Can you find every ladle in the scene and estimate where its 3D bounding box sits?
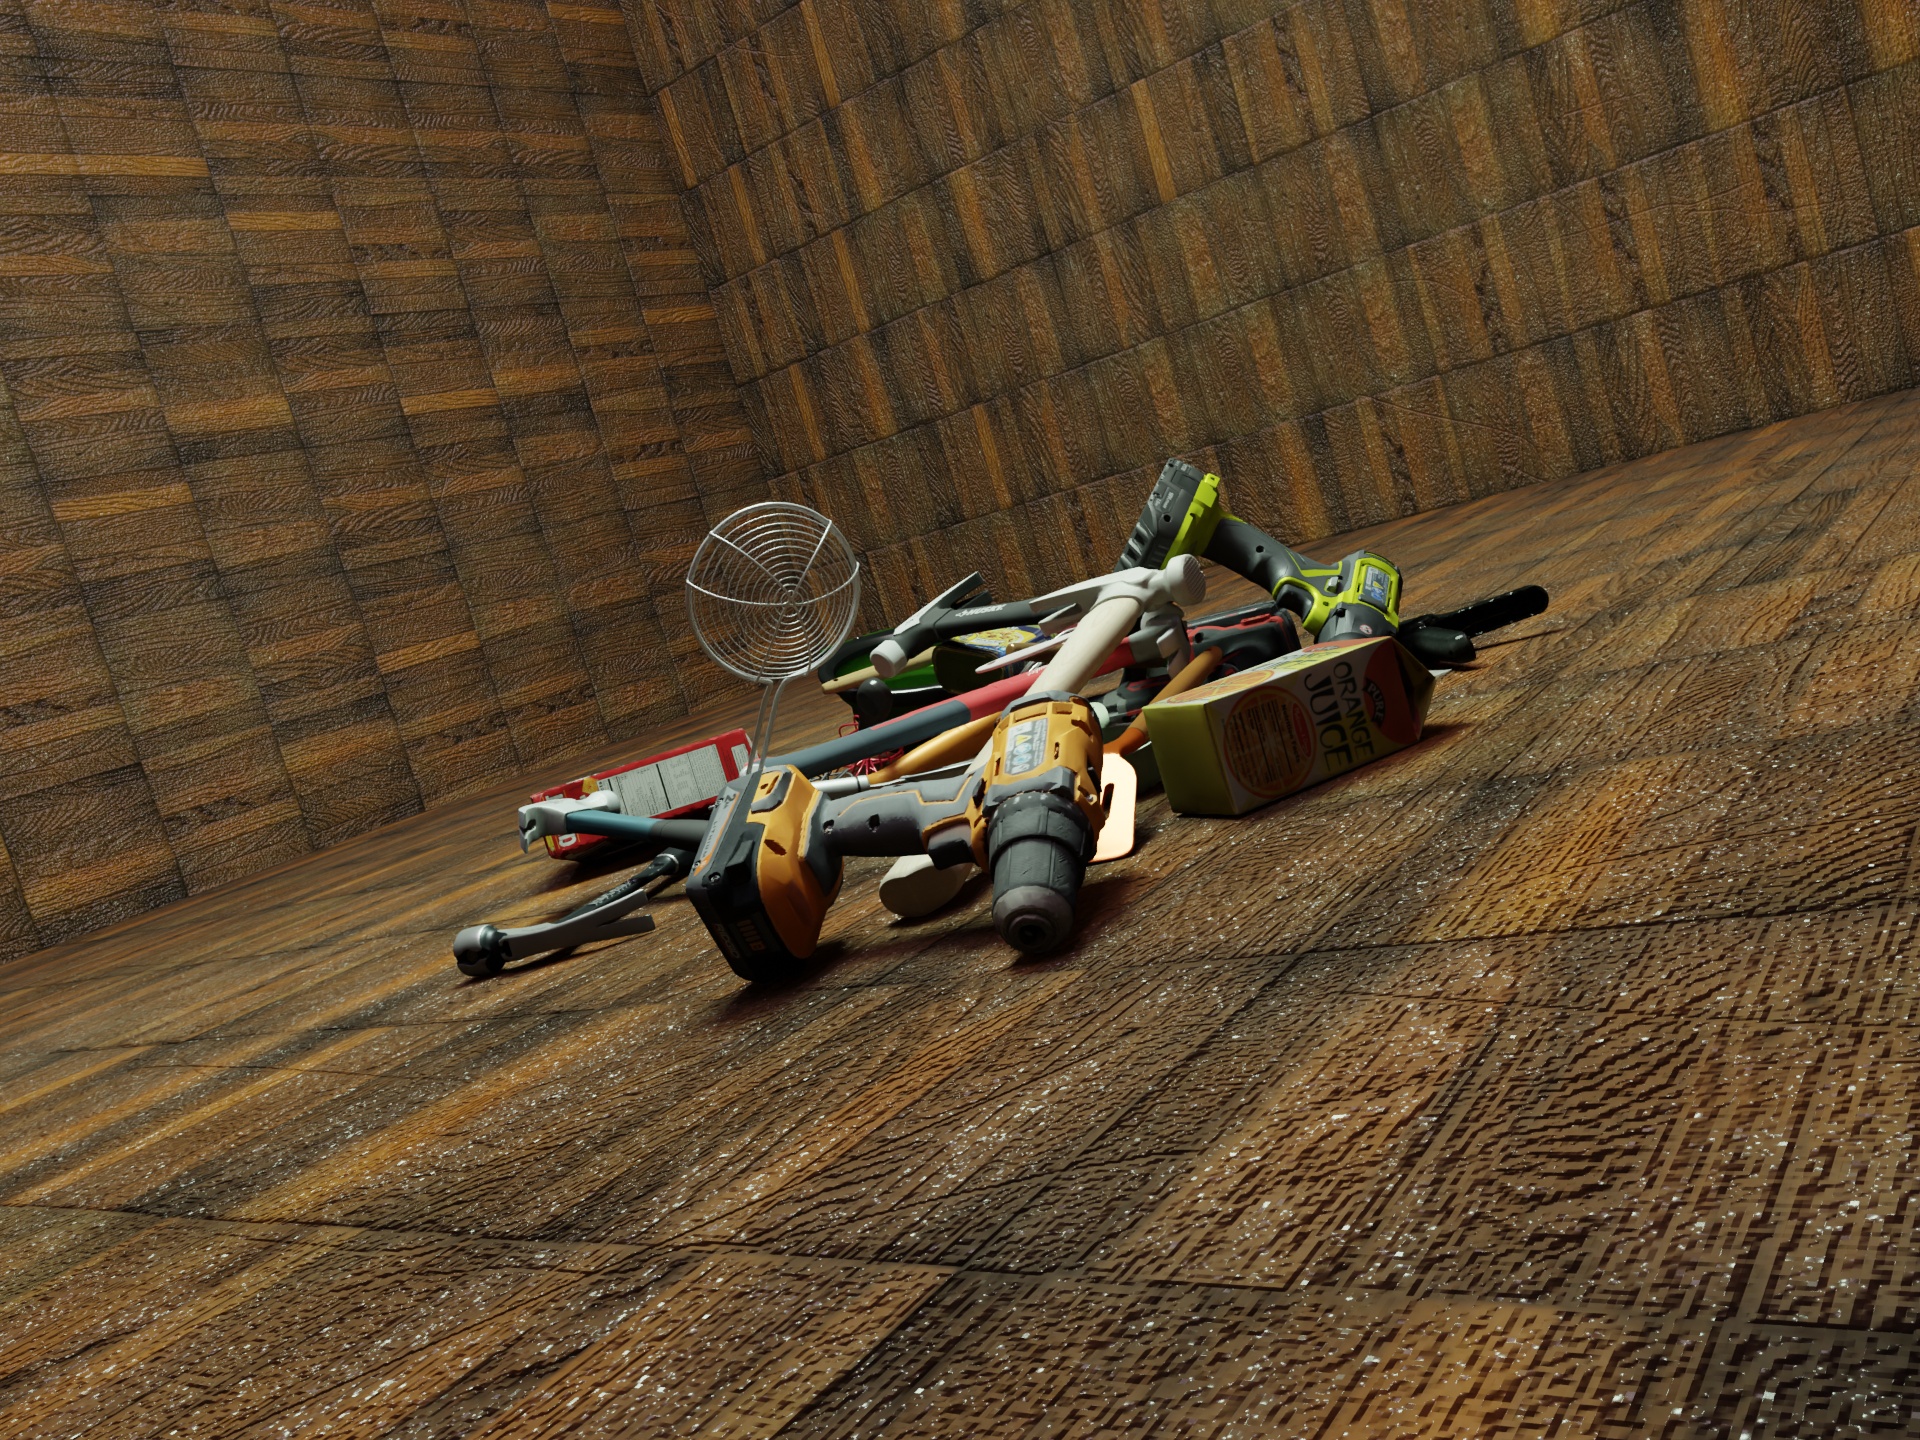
[{"bbox_3d":[-0.002,-0.076,1.662,0.315,0.031,0.069,-18,30,-24],"label":"ladle"}]

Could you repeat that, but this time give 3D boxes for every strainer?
[{"bbox_3d":[-0.070,0.054,1.257,0.258,0.050,0.087,-7,-3,-14],"label":"strainer"}]

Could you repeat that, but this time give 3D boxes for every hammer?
[{"bbox_3d":[0.042,0.001,1.095,0.146,0.038,0.411,-13,24,35],"label":"hammer"},{"bbox_3d":[-0.226,0.089,1.261,0.331,0.033,0.128,3,8,37],"label":"hammer"},{"bbox_3d":[0.030,0.007,1.408,0.337,0.127,0.034,-29,48,-21],"label":"hammer"},{"bbox_3d":[-0.249,0.123,1.329,0.149,0.036,0.409,-14,6,17],"label":"hammer"},{"bbox_3d":[0.065,-0.101,1.443,0.335,0.035,0.146,-5,30,50],"label":"hammer"},{"bbox_3d":[-0.002,-0.004,1.282,0.386,0.038,0.143,-20,12,13],"label":"hammer"}]

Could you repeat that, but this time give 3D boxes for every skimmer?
[{"bbox_3d":[-0.158,-0.015,1.221,0.127,0.090,0.363,-9,-31,-21],"label":"skimmer"}]

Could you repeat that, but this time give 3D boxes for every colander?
[{"bbox_3d":[0.001,-0.005,1.646,0.204,0.094,0.397,-20,25,-31],"label":"colander"}]

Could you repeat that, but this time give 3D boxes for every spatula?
[{"bbox_3d":[0.127,0.012,1.076,0.081,0.041,0.322,-6,17,29],"label":"spatula"}]

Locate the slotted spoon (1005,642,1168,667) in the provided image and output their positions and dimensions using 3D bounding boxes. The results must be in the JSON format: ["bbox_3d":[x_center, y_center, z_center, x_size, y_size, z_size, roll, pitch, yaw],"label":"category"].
[{"bbox_3d":[0.159,-0.054,1.426,0.313,0.031,0.070,1,-44,-41],"label":"slotted spoon"}]

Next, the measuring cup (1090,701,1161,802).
[{"bbox_3d":[0.107,0.021,1.173,0.083,0.038,0.168,-14,14,2],"label":"measuring cup"}]

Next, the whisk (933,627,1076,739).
[{"bbox_3d":[0.035,-0.009,1.484,0.246,0.057,0.059,-35,33,-9],"label":"whisk"}]

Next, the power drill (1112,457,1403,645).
[{"bbox_3d":[0.244,-0.113,1.275,0.223,0.080,0.171,26,35,3],"label":"power drill"}]

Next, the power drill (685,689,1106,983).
[{"bbox_3d":[-0.031,0.075,0.863,0.226,0.084,0.185,-16,30,15],"label":"power drill"}]

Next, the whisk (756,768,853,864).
[{"bbox_3d":[-0.137,0.082,1.366,0.055,0.055,0.239,-15,11,13],"label":"whisk"}]

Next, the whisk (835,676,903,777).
[{"bbox_3d":[-0.084,0.010,1.466,0.073,0.073,0.295,-18,-12,-10],"label":"whisk"}]

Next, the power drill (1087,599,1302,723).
[{"bbox_3d":[0.175,-0.023,1.324,0.188,0.080,0.227,-13,10,33],"label":"power drill"}]

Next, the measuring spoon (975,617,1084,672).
[{"bbox_3d":[0.068,-0.067,1.294,0.124,0.018,0.034,-22,13,8],"label":"measuring spoon"}]
